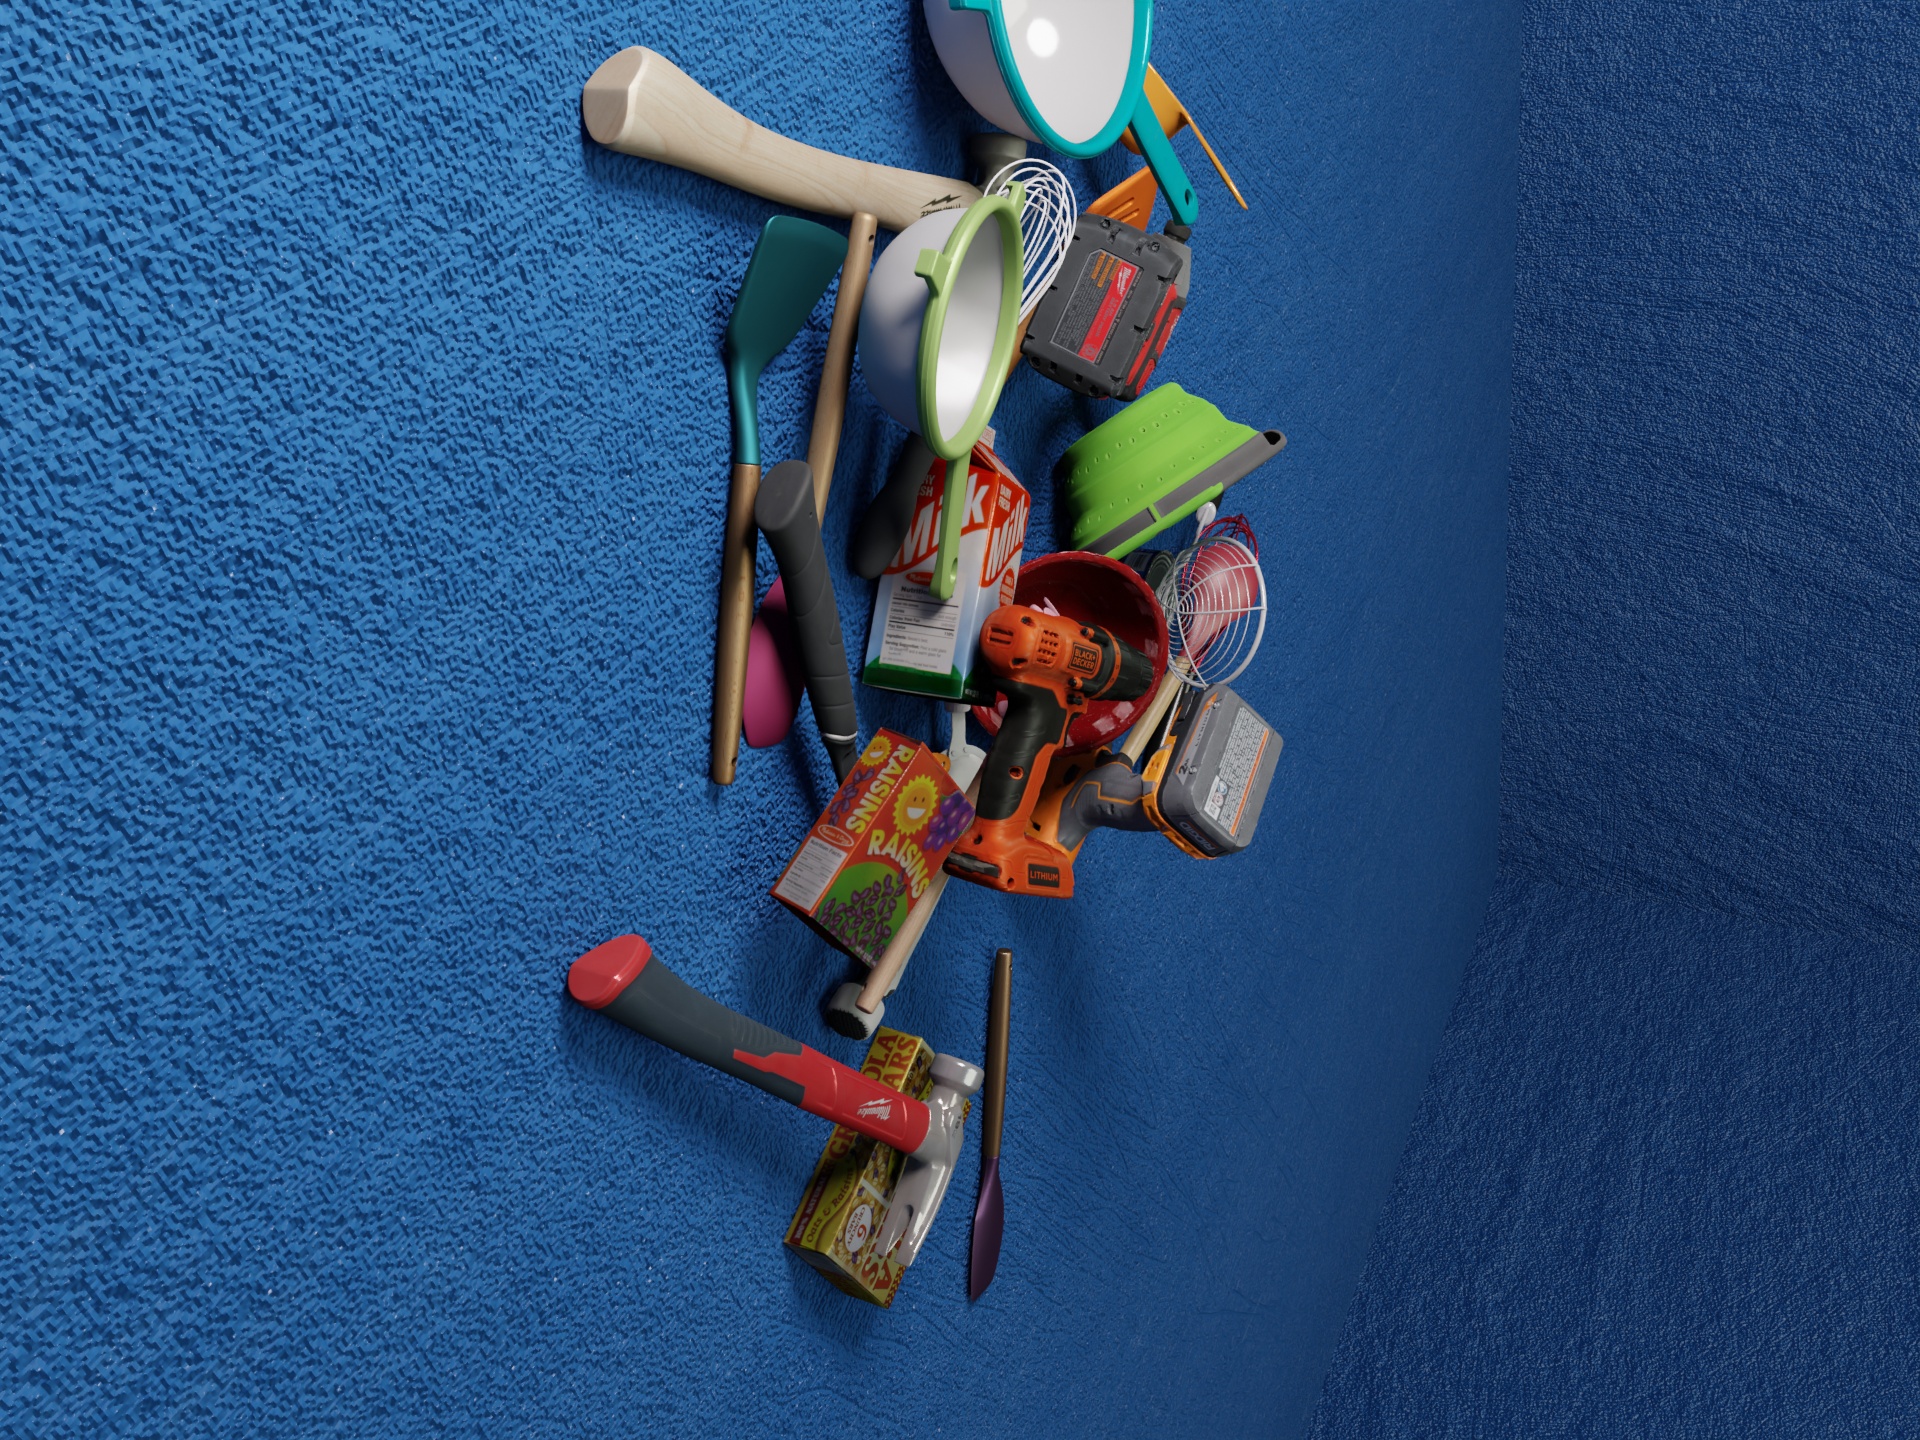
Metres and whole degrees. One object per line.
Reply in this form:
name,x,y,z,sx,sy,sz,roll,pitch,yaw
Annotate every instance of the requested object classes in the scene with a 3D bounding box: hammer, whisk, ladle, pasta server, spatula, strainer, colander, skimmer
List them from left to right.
spatula,-0.114,-0.117,0.895,0.082,0.044,0.317,-12,109,-63
hammer,-0.107,0.230,0.971,0.385,0.038,0.143,42,64,-50
hammer,-0.070,-0.303,0.931,0.410,0.038,0.146,-14,112,-60
hammer,-0.069,0.019,0.997,0.149,0.036,0.408,-57,149,-41
strainer,-0.023,-0.189,0.950,0.151,0.069,0.256,-56,158,-50
whisk,-0.004,-0.220,1.010,0.070,0.070,0.284,14,103,-62
strainer,-0.002,-0.004,1.144,0.087,0.050,0.258,-16,110,-40
pasta server,0.001,0.054,1.082,0.040,0.060,0.316,34,68,-14
spatula,0.028,0.339,1.333,0.060,0.018,0.315,-24,120,-59
spatula,0.068,-0.305,1.185,0.323,0.041,0.081,-60,170,-31
strainer,0.065,-0.443,1.066,0.340,0.095,0.211,40,63,-55
colander,0.166,-0.221,1.341,0.094,0.204,0.397,57,19,-4
ladle,0.192,-0.035,1.467,0.315,0.069,0.031,-58,-170,-15
whisk,0.225,-0.066,1.546,0.073,0.073,0.296,32,76,-61
skimmer,0.238,-0.150,1.433,0.127,0.090,0.363,-62,180,32

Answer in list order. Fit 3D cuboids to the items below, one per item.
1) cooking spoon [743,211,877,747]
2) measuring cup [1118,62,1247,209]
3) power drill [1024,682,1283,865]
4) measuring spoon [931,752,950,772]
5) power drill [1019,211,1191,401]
cooking spoon,-0.086,-0.136,0.938,0.068,0.017,0.319,-10,115,-61
measuring cup,0.150,-0.437,1.196,0.174,0.052,0.095,59,21,12
power drill,0.137,0.041,1.244,0.084,0.226,0.164,40,58,-26
measuring spoon,-0.028,0.034,1.042,0.117,0.011,0.021,-5,105,-67
power drill,0.123,-0.309,1.183,0.143,0.078,0.220,-64,172,17
